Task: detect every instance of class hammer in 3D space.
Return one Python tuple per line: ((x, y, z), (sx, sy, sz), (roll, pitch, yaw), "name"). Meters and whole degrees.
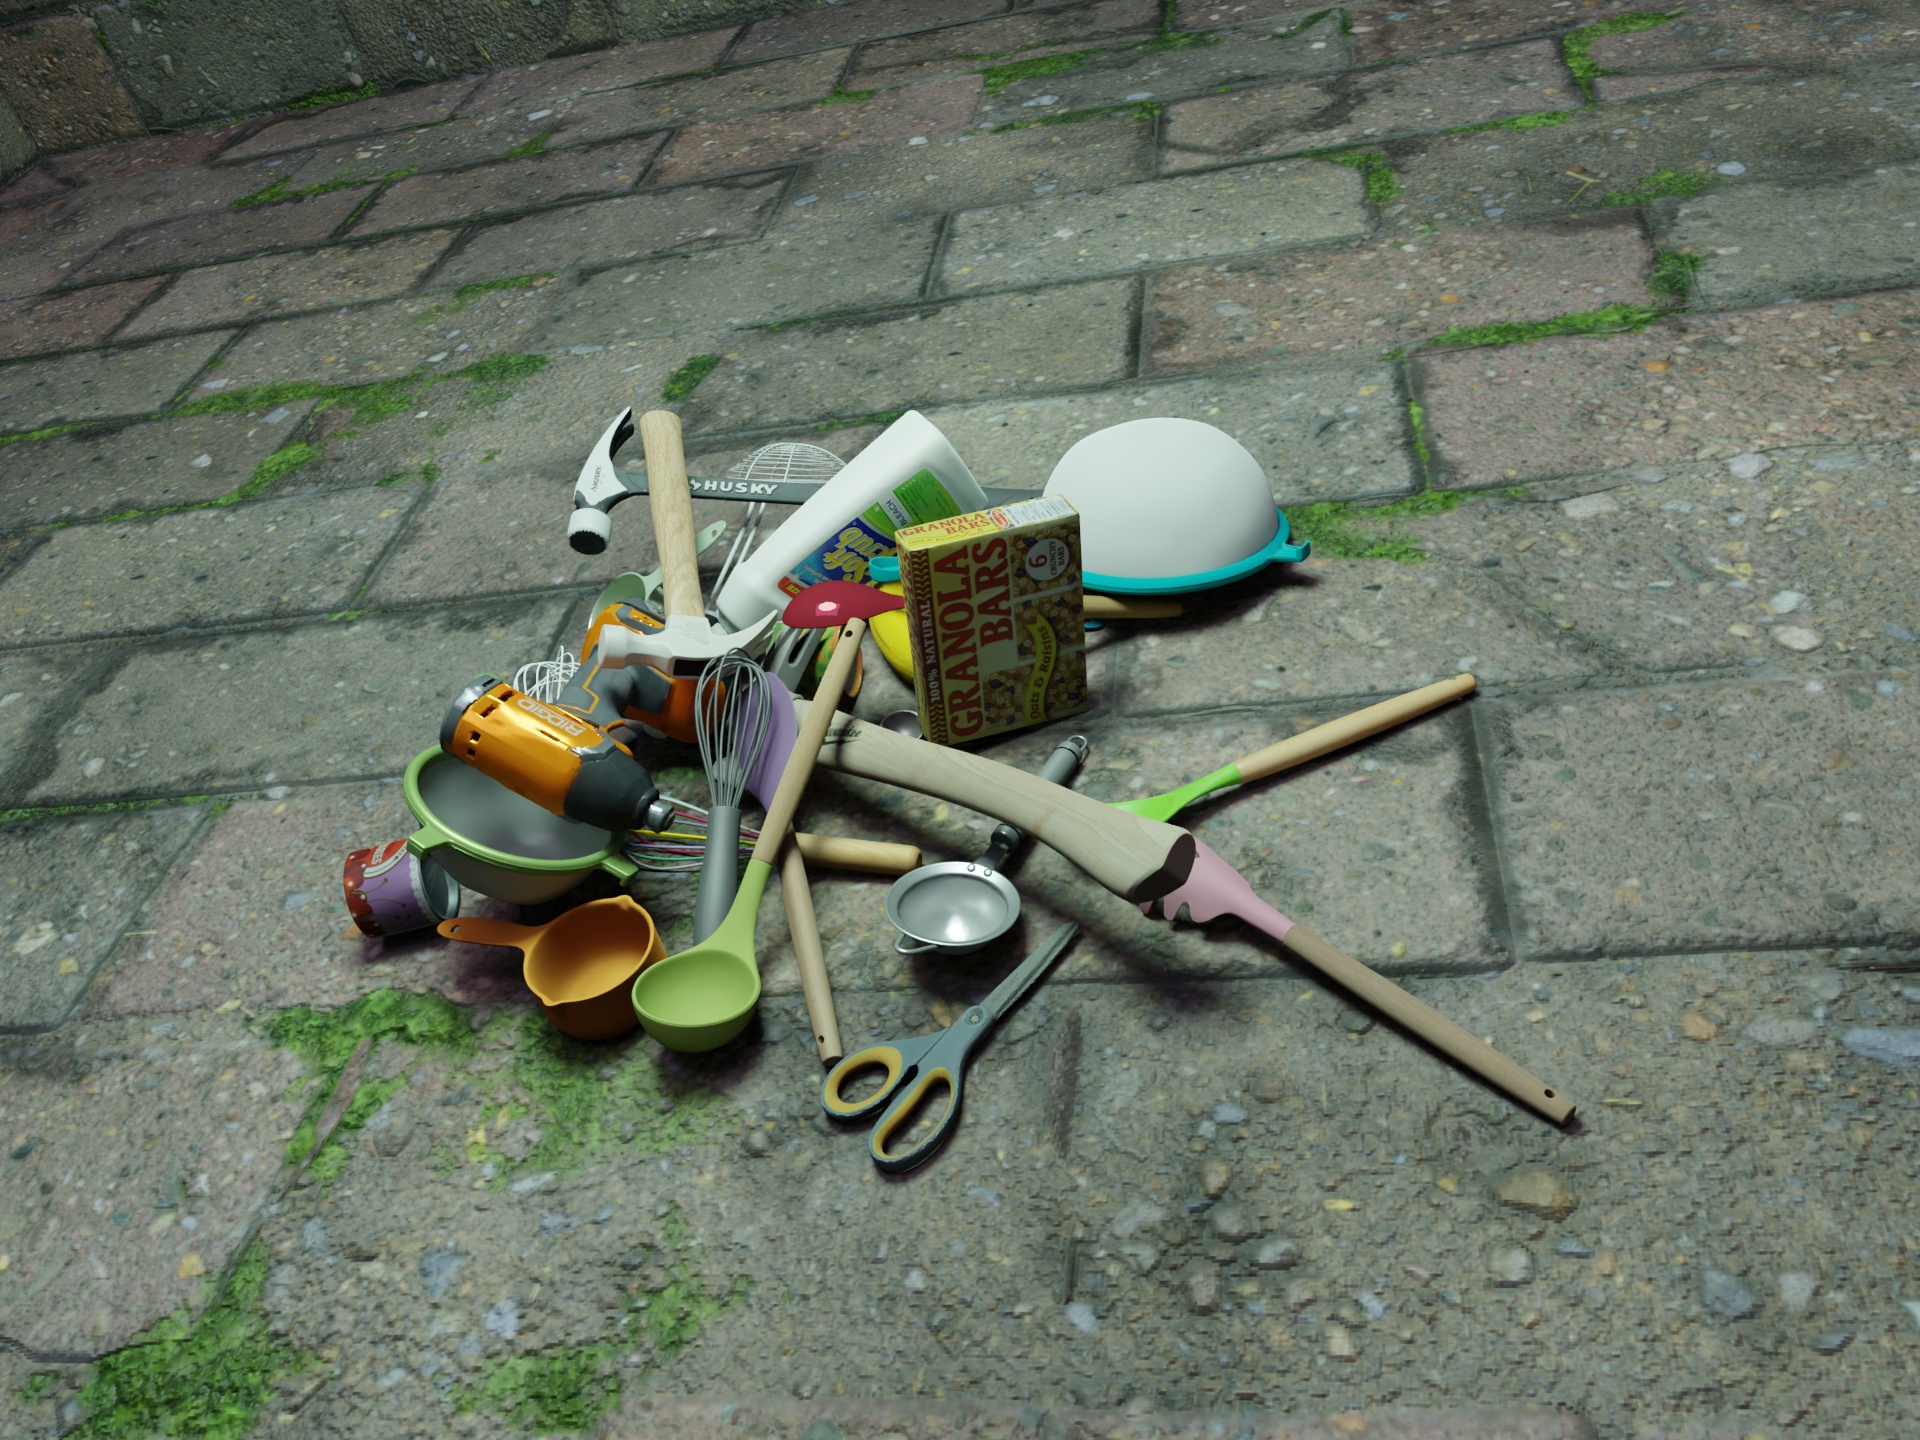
((-0.220, -0.145, 1.239), (0.130, 0.031, 0.332), (5, 40, -20), "hammer")
((-0.010, 0.026, 1.053), (0.411, 0.038, 0.146), (17, 79, 44), "hammer")
((-0.121, -0.196, 1.365), (0.409, 0.036, 0.149), (3, 55, -2), "hammer")

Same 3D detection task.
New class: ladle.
((0.023, -0.085, 1.186), (0.315, 0.031, 0.069), (0, 21, -19), "ladle")
((-0.124, 0.065, 1.037), (0.078, 0.062, 0.320), (12, 66, 19), "ladle")

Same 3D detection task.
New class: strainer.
((0.093, -0.175, 1.256), (0.340, 0.095, 0.211), (-9, 30, -9), "strainer")
((-0.329, 0.053, 1.129), (0.151, 0.069, 0.257), (11, 25, -29), "strainer")
((0.027, 0.086, 1.058), (0.087, 0.050, 0.258), (16, 42, 24), "strainer")

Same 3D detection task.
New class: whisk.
((-0.143, 0.085, 1.117), (0.245, 0.047, 0.051), (5, 55, 17), "whisk")
((-0.314, 0.045, 1.211), (0.070, 0.070, 0.285), (-14, 43, 2), "whisk")
((-0.160, 0.062, 1.077), (0.055, 0.055, 0.239), (-4, 68, 14), "whisk")

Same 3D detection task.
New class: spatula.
((-0.114, 0.089, 1.064), (0.059, 0.018, 0.316), (-37, 47, 24), "spatula")

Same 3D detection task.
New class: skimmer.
((-0.188, -0.115, 1.381), (0.127, 0.090, 0.364), (7, 53, 17), "skimmer")

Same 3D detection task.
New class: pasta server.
((0.216, 0.145, 0.934), (0.060, 0.040, 0.316), (-37, 47, -24), "pasta server")

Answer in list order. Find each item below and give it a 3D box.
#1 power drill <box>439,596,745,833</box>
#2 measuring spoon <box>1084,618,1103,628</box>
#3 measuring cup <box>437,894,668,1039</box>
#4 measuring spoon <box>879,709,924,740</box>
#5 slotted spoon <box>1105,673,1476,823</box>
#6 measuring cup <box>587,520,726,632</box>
((-0.241, 0.001, 1.140), (0.164, 0.084, 0.226), (28, 27, 6), "power drill")
((0.055, -0.086, 1.278), (0.129, 0.021, 0.042), (17, 49, 22), "measuring spoon")
((-0.272, 0.162, 1.057), (0.174, 0.052, 0.095), (5, 43, 26), "measuring cup")
((-0.002, -0.004, 1.198), (0.124, 0.018, 0.034), (-19, 51, -14), "measuring spoon")
((0.210, 0.028, 1.073), (0.313, 0.031, 0.070), (-21, 15, -10), "slotted spoon")
((-0.244, -0.108, 1.329), (0.167, 0.038, 0.083), (-36, 50, 22), "measuring cup")
